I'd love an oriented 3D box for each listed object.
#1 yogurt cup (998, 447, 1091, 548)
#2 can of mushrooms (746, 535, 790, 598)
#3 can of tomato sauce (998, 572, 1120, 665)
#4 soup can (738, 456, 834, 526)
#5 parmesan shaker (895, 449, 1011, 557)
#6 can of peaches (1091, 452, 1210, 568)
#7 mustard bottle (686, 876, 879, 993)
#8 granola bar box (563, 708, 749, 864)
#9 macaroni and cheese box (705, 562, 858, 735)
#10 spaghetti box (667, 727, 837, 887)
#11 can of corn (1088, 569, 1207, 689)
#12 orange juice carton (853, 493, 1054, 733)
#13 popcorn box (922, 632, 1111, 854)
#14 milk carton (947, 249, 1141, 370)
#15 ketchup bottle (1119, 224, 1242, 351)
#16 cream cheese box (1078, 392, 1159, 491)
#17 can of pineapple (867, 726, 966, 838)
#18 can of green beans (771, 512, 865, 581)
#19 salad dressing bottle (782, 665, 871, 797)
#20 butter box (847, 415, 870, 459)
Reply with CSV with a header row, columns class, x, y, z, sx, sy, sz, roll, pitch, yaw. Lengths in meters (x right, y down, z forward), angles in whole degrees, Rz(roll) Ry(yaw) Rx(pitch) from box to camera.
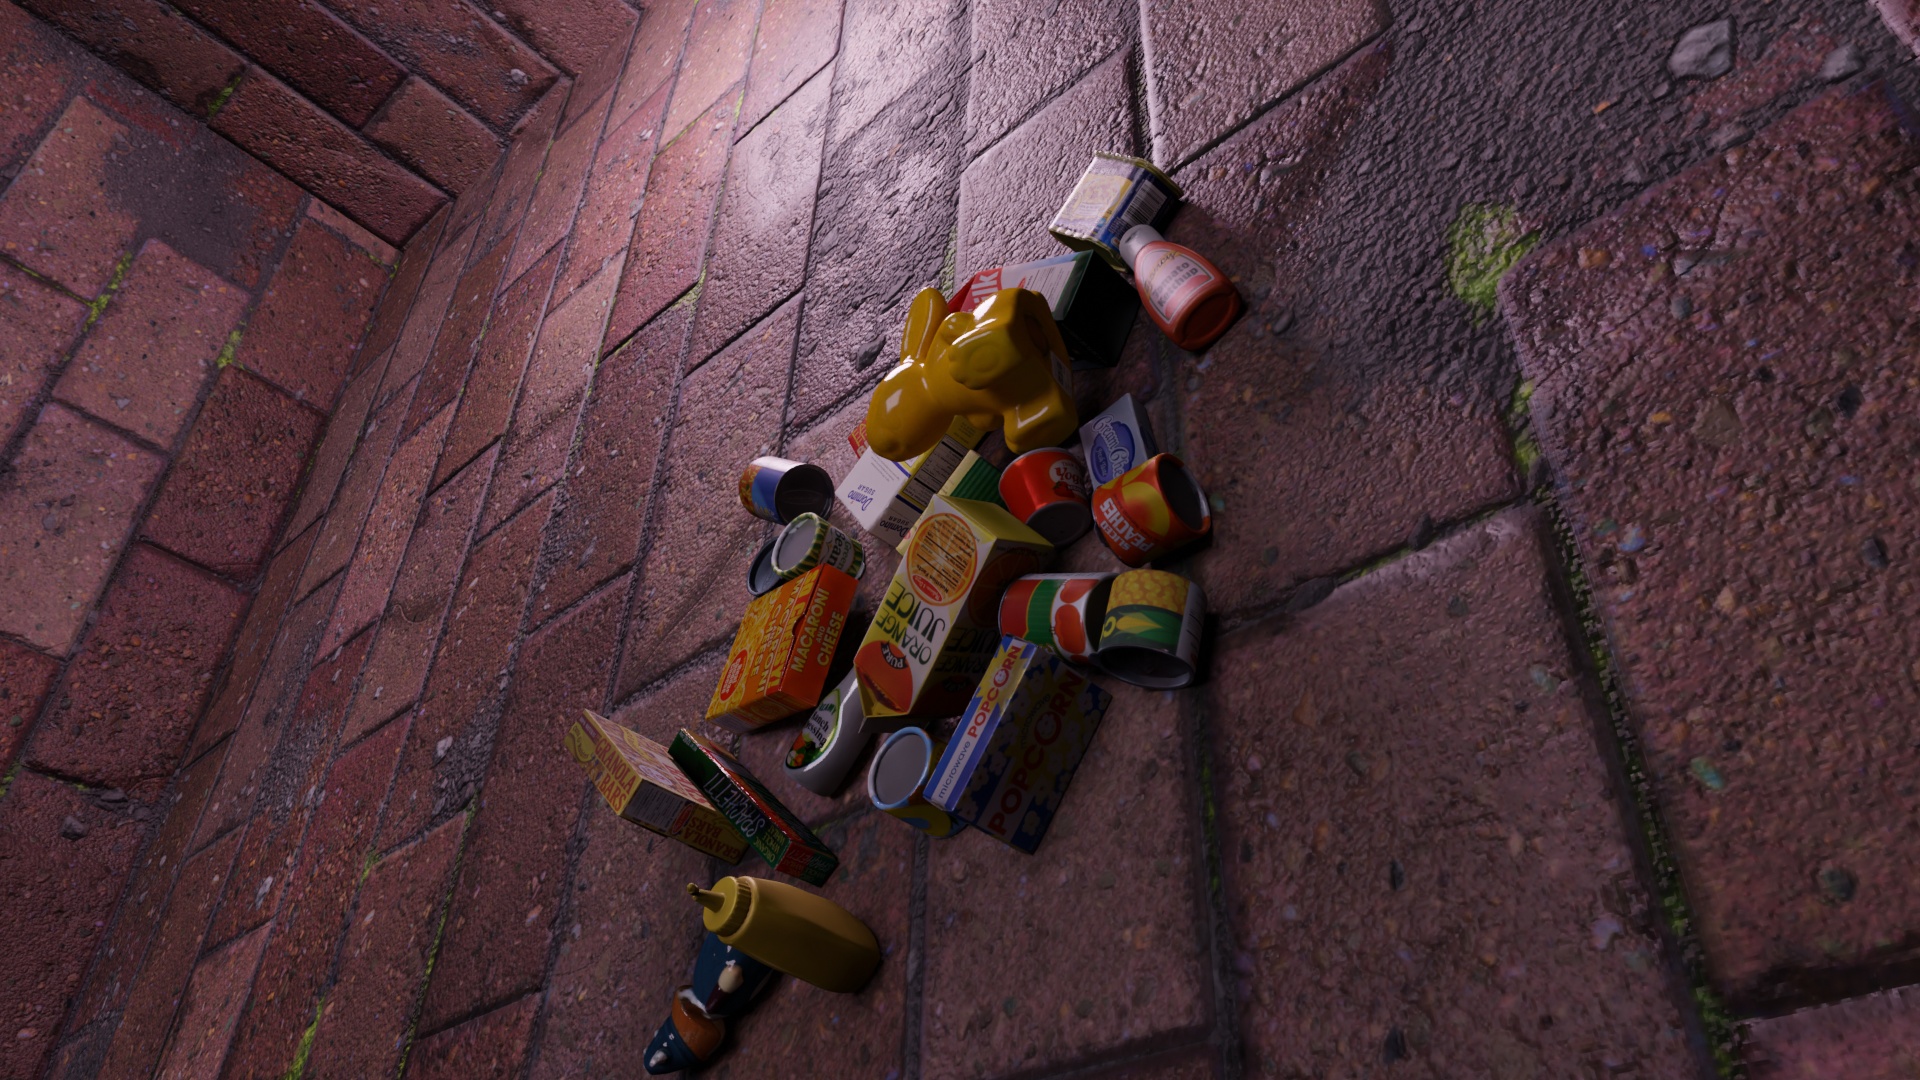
class,x,y,z,sx,sy,sz,roll,pitch,yaw
yogurt cup,0.068,-0.031,1.079,0.072,0.072,0.054,-39,45,23
can of mushrooms,-0.173,0.031,1.345,0.071,0.033,0.071,-31,40,31
can of tomato sauce,0.079,0.058,0.989,0.083,0.071,0.071,-3,59,49
soup can,-0.175,-0.045,1.384,0.084,0.071,0.071,14,73,55
parmesan shaker,0.004,-0.014,1.137,0.103,0.071,0.071,-53,34,2
can of peaches,0.135,-0.021,0.984,0.058,0.071,0.071,-29,42,32
mustard bottle,-0.131,0.270,0.978,0.049,0.160,0.065,-55,33,3
granola bar box,-0.267,0.216,1.221,0.039,0.124,0.166,-59,34,-4
macaroni and cheese box,-0.161,0.099,1.233,0.166,0.040,0.124,-27,40,55
spaghetti box,-0.182,0.222,1.179,0.250,0.050,0.028,26,85,55
can of corn,0.126,0.059,0.927,0.071,0.071,0.058,-14,51,44
orange juice carton,-0.014,0.066,1.049,0.073,0.072,0.192,38,109,37
popcorn box,0.040,0.139,0.949,0.038,0.085,0.127,13,72,53
milk carton,0.059,-0.194,1.221,0.190,0.072,0.073,2,63,50
ketchup bottle,0.171,-0.211,1.124,0.064,0.043,0.149,-44,35,14
cream cheese box,0.125,-0.062,1.071,0.053,0.024,0.104,-36,38,25
can of pineapple,-0.024,0.177,1.019,0.070,0.058,0.071,-31,41,31
can of green beans,-0.132,0.015,1.287,0.071,0.057,0.071,-31,41,31
salad dressing bottle,-0.089,0.137,1.143,0.148,0.044,0.064,-58,28,-4
butter box,-0.064,-0.120,1.348,0.103,0.024,0.053,-48,34,10
